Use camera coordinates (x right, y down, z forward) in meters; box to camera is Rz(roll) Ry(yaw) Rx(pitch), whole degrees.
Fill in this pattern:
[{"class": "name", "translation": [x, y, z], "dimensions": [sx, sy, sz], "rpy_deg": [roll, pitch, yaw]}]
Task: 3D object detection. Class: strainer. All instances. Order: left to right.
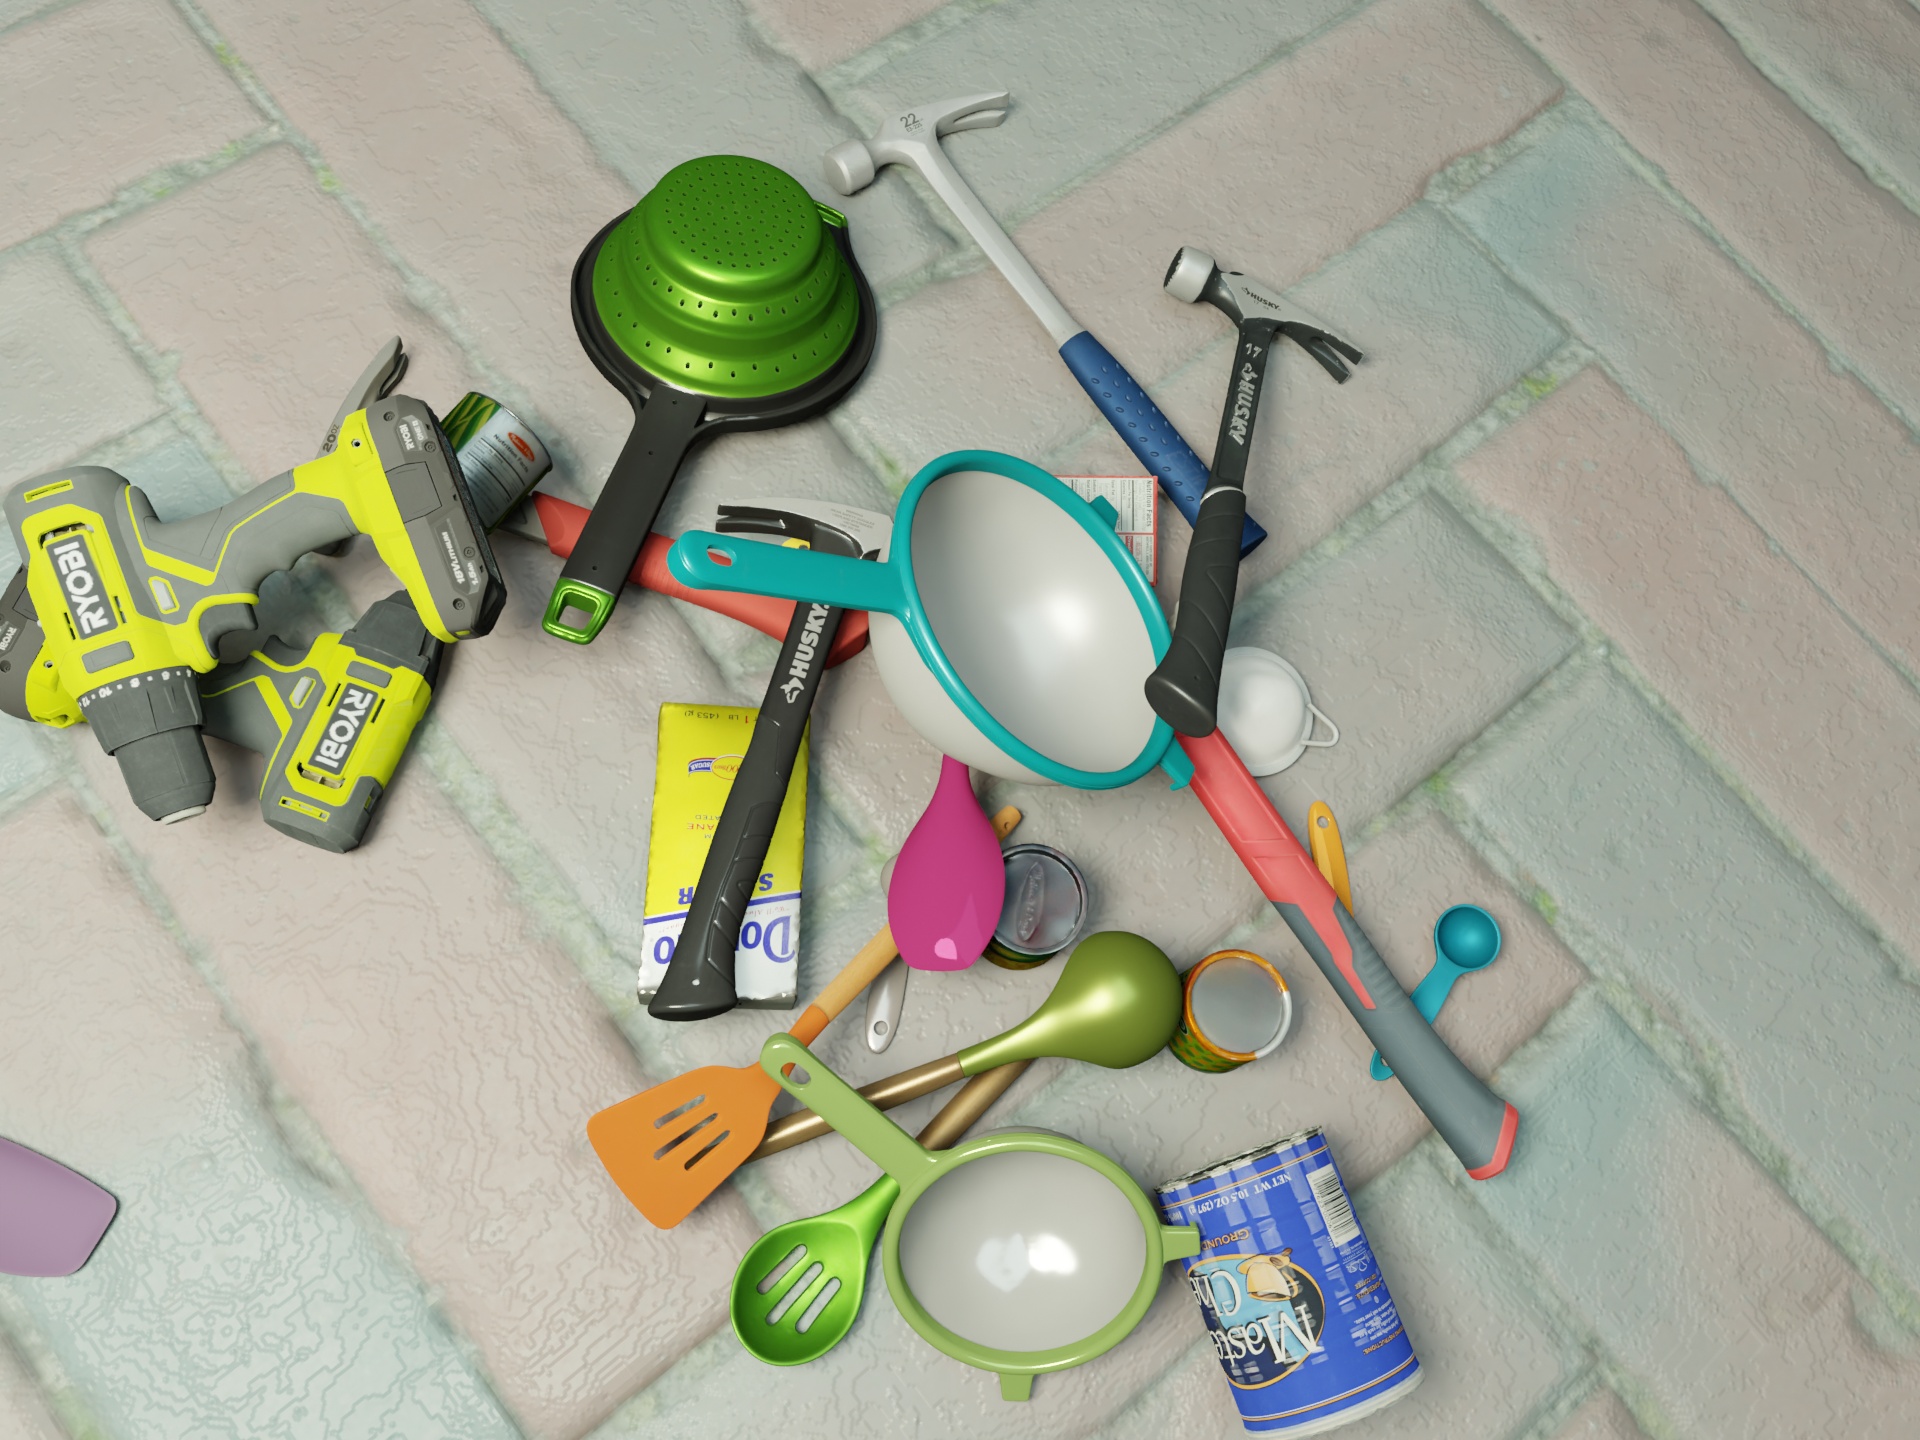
[{"class": "strainer", "translation": [-0.026, -0.047, 0.870], "dimensions": [0.340, 0.095, 0.211], "rpy_deg": [6, 61, -41]}, {"class": "strainer", "translation": [-0.005, 0.244, 0.867], "dimensions": [0.256, 0.069, 0.151], "rpy_deg": [42, 105, -10]}, {"class": "strainer", "translation": [0.125, -0.024, 1.025], "dimensions": [0.258, 0.050, 0.087], "rpy_deg": [13, 74, 0]}]

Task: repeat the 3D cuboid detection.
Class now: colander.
[{"class": "colander", "translation": [-0.171, -0.228, 0.993], "dimensions": [0.204, 0.094, 0.397], "rpy_deg": [19, 61, -3]}]

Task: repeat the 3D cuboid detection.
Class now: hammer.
[{"class": "hammer", "translation": [-0.225, -0.121, 1.007], "dimensions": [0.359, 0.036, 0.149], "rpy_deg": [19, 69, -1]}, {"class": "hammer", "translation": [-0.115, 0.015, 0.926], "dimensions": [0.146, 0.035, 0.335], "rpy_deg": [18, 65, -5]}, {"class": "hammer", "translation": [0.077, -0.275, 1.107], "dimensions": [0.144, 0.035, 0.406], "rpy_deg": [-33, 78, -18]}, {"class": "hammer", "translation": [0.174, -0.151, 1.014], "dimensions": [0.149, 0.036, 0.409], "rpy_deg": [23, 51, -8]}, {"class": "hammer", "translation": [0.196, 0.117, 0.969], "dimensions": [0.143, 0.038, 0.386], "rpy_deg": [-35, 83, 2]}]

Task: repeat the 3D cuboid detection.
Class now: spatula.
[{"class": "spatula", "translation": [-0.600, 0.209, 0.843], "dimensions": [0.316, 0.018, 0.060], "rpy_deg": [27, 70, 1]}, {"class": "spatula", "translation": [-0.070, 0.151, 0.910], "dimensions": [0.323, 0.041, 0.081], "rpy_deg": [-43, 113, -33]}]

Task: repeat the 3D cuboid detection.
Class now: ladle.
[{"class": "ladle", "translation": [-0.024, 0.203, 0.905], "dimensions": [0.320, 0.062, 0.078], "rpy_deg": [-21, 88, -1]}]

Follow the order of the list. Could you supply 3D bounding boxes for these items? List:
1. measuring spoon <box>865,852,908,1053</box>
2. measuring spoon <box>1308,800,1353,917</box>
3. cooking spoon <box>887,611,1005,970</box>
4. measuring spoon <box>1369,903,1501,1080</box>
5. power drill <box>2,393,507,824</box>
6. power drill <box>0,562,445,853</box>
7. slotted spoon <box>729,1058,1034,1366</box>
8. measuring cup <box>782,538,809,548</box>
[{"class": "measuring spoon", "translation": [-0.038, 0.137, 0.952], "dimensions": [0.034, 0.018, 0.124], "rpy_deg": [12, 70, -5]}, {"class": "measuring spoon", "translation": [0.239, 0.106, 1.009], "dimensions": [0.021, 0.011, 0.117], "rpy_deg": [-5, 71, -10]}, {"class": "cooking spoon", "translation": [-0.002, -0.003, 0.963], "dimensions": [0.069, 0.017, 0.319], "rpy_deg": [-1, 64, 11]}, {"class": "measuring spoon", "translation": [0.291, 0.171, 0.995], "dimensions": [0.042, 0.021, 0.128], "rpy_deg": [36, 79, 6]}, {"class": "power drill", "translation": [-0.371, -0.065, 0.858], "dimensions": [0.228, 0.080, 0.190], "rpy_deg": [-20, 90, -8]}, {"class": "power drill", "translation": [-0.425, -0.039, 0.929], "dimensions": [0.223, 0.080, 0.171], "rpy_deg": [21, 70, -5]}, {"class": "slotted spoon", "translation": [-0.010, 0.240, 0.917], "dimensions": [0.070, 0.031, 0.314], "rpy_deg": [44, 69, 8]}, {"class": "measuring cup", "translation": [-0.039, -0.114, 1.038], "dimensions": [0.156, 0.029, 0.062], "rpy_deg": [-6, 72, -8]}]
